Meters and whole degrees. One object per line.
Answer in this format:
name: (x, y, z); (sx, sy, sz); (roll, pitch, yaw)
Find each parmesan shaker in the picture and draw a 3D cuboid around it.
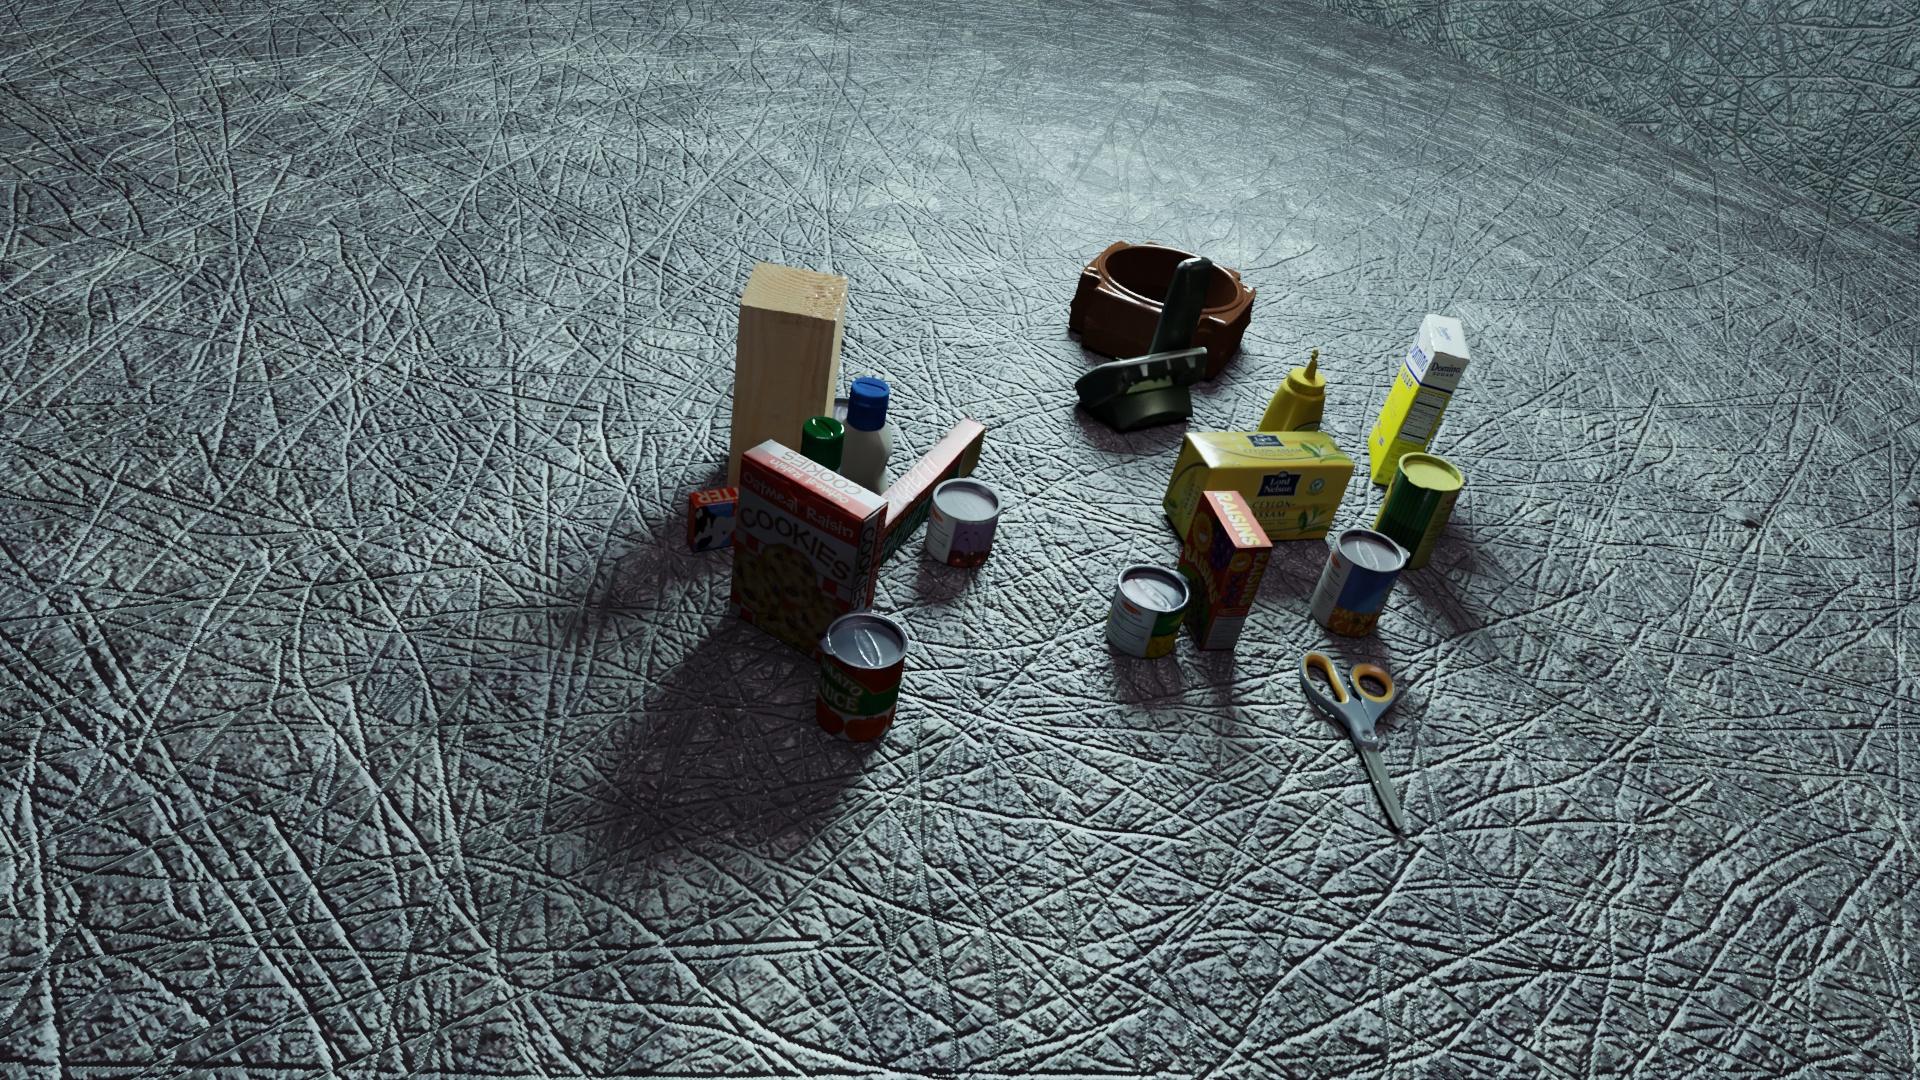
parmesan shaker: (0.463, -0.029, 1.422); (0.071, 0.102, 0.072); (7, 37, -5)

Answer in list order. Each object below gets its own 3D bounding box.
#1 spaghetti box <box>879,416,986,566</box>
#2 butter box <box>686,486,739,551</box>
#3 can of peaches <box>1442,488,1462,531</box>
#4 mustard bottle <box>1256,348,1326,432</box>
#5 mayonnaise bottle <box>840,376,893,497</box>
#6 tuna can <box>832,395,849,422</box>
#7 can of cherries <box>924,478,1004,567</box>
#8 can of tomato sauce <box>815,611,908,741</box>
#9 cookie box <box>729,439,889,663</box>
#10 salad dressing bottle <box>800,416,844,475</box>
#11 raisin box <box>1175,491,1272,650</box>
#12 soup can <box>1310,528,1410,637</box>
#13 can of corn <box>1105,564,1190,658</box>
spaghetti box: (-0.043, -0.044, 1.350); (0.029, 0.049, 0.251); (23, 38, 15)
butter box: (-0.199, -0.024, 1.280); (0.104, 0.052, 0.024); (-10, 42, -26)
can of peaches: (0.495, -0.042, 1.485); (0.071, 0.057, 0.071); (7, 37, -5)
mustard bottle: (0.355, -0.132, 1.482); (0.065, 0.159, 0.049); (-15, 44, -31)
mayonnaise bottle: (-0.093, -0.082, 1.306); (0.065, 0.147, 0.041); (15, 37, 4)
tuna can: (-0.121, -0.119, 1.443); (0.071, 0.032, 0.071); (7, 37, -5)
can of cherries: (0.005, -0.017, 1.320); (0.071, 0.058, 0.072); (7, 37, -5)
can of tomato sauce: (-0.081, 0.110, 1.110); (0.071, 0.082, 0.071); (7, 37, -5)
cookie box: (-0.129, 0.015, 1.152); (0.123, 0.166, 0.040); (27, 39, 20)
salad dressing bottle: (-0.129, -0.041, 1.243); (0.044, 0.146, 0.064); (-19, 46, -34)
raisin box: (0.237, 0.028, 1.270); (0.040, 0.122, 0.086); (0, 38, -16)
soup can: (0.380, 0.041, 1.324); (0.071, 0.083, 0.072); (7, 37, -5)
can of corn: (0.171, 0.064, 1.259); (0.071, 0.058, 0.071); (7, 37, -5)
